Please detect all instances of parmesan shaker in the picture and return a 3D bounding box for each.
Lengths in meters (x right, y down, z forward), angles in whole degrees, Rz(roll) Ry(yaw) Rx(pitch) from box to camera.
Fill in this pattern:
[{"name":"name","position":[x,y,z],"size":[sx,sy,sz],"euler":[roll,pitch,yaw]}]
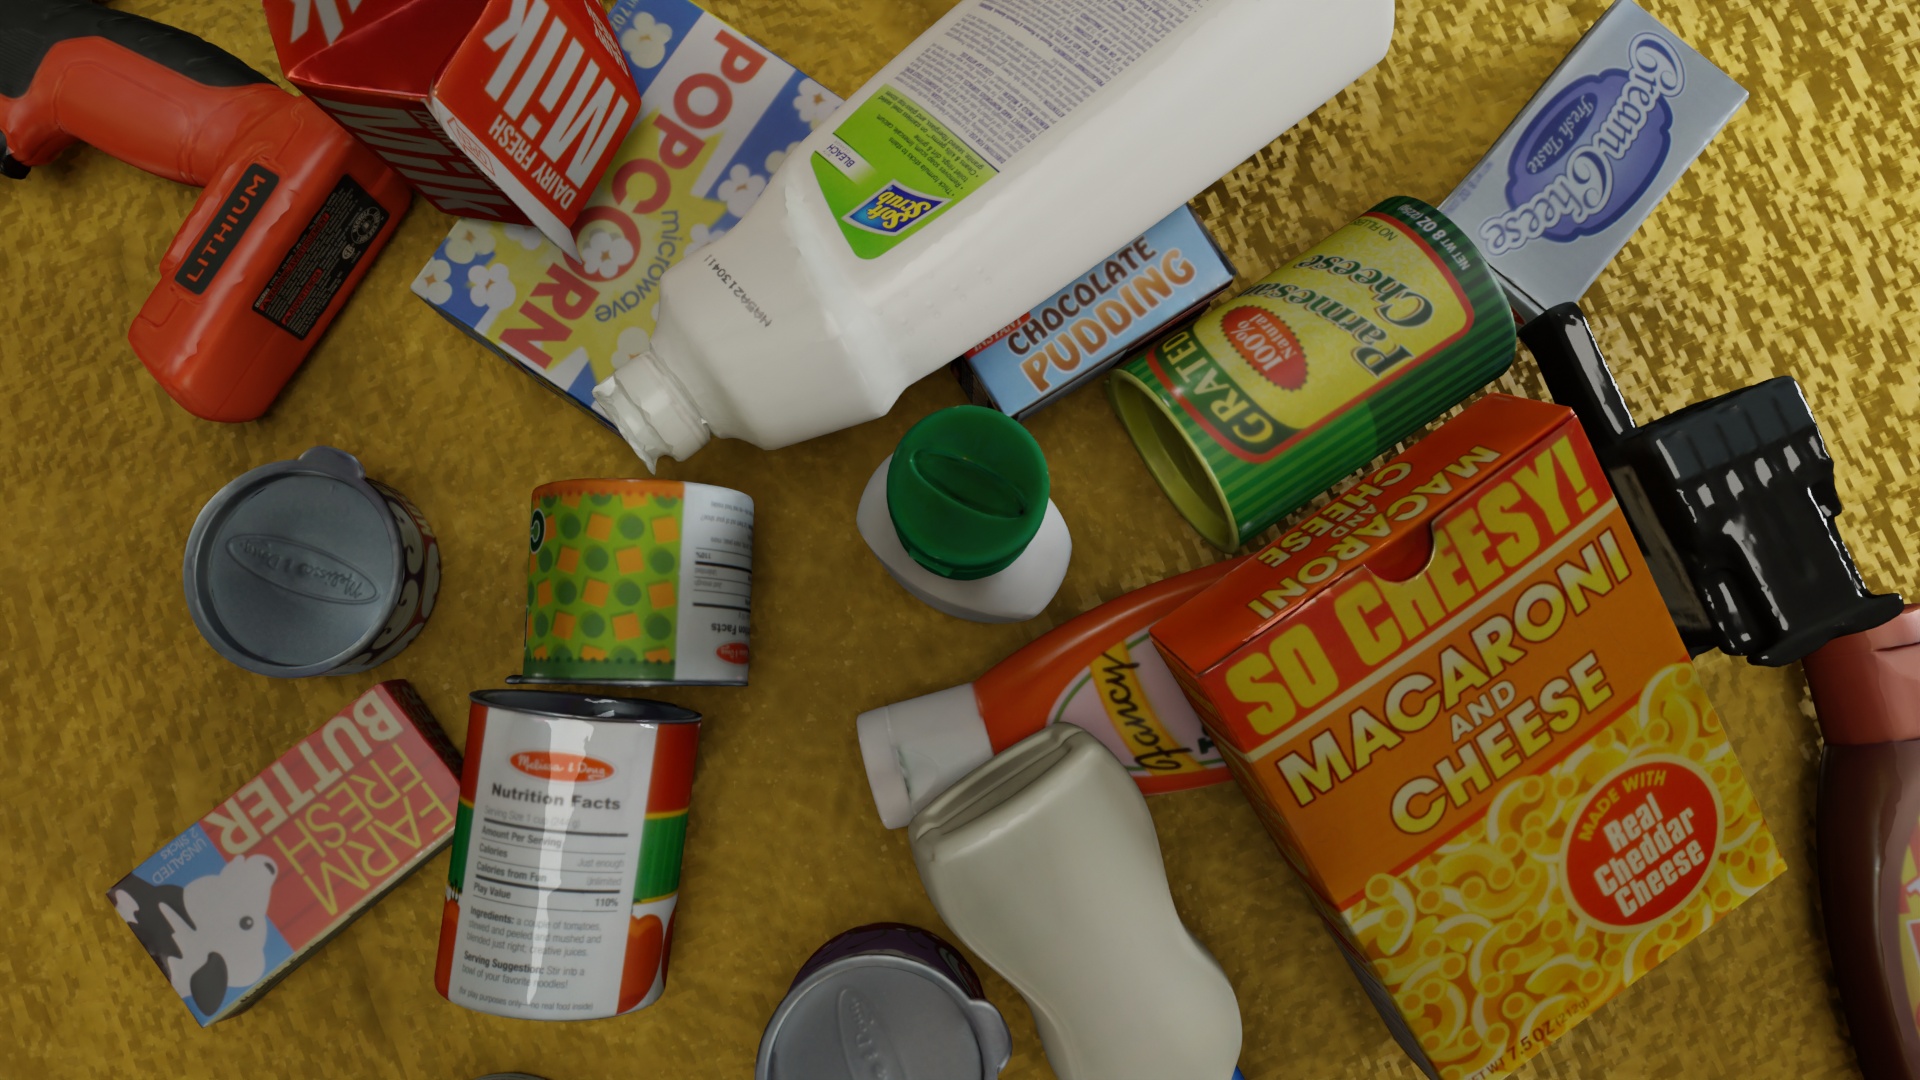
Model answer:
[{"name":"parmesan shaker","position":[0.105,-0.053,0.425],"size":[0.103,0.071,0.071],"euler":[-33,85,-4]}]

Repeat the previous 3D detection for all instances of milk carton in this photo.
[{"name":"milk carton","position":[-0.154,-0.169,0.403],"size":[0.073,0.072,0.191],"euler":[-27,69,5]}]

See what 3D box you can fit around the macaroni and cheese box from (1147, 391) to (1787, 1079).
[{"name":"macaroni and cheese box","position":[0.148,0.061,0.395],"size":[0.124,0.040,0.166],"euler":[-35,109,-4]}]

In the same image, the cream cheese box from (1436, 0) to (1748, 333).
[{"name":"cream cheese box","position":[0.201,-0.121,0.453],"size":[0.053,0.024,0.104],"euler":[41,85,3]}]

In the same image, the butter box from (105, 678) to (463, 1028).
[{"name":"butter box","position":[-0.200,0.094,0.426],"size":[0.103,0.024,0.053],"euler":[-39,86,-4]}]

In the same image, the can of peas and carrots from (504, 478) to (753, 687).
[{"name":"can of peas and carrots","position":[-0.098,0.014,0.415],"size":[0.071,0.071,0.059],"euler":[1,84,0]}]

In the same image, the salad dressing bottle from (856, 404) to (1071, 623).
[{"name":"salad dressing bottle","position":[0.001,-0.005,0.377],"size":[0.064,0.147,0.044],"euler":[27,85,2]}]

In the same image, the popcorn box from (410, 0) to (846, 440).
[{"name":"popcorn box","position":[-0.099,-0.103,0.441],"size":[0.085,0.038,0.127],"euler":[34,85,3]}]

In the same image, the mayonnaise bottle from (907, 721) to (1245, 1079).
[{"name":"mayonnaise bottle","position":[0.045,0.127,0.396],"size":[0.065,0.041,0.147],"euler":[-32,105,-10]}]

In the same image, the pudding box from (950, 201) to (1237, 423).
[{"name":"pudding box","position":[0.040,-0.067,0.433],"size":[0.084,0.049,0.030],"euler":[-31,89,-3]}]

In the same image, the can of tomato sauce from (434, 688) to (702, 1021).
[{"name":"can of tomato sauce","position":[-0.114,0.089,0.407],"size":[0.071,0.071,0.083],"euler":[6,87,0]}]

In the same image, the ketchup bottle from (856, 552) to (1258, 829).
[{"name":"ketchup bottle","position":[0.044,0.050,0.424],"size":[0.149,0.043,0.064],"euler":[-16,93,-1]}]

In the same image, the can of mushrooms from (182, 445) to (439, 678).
[{"name":"can of mushrooms","position":[-0.199,0.007,0.431],"size":[0.071,0.033,0.071],"euler":[0,84,0]}]

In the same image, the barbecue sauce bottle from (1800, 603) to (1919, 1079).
[{"name":"barbecue sauce bottle","position":[0.292,0.095,0.421],"size":[0.065,0.043,0.148],"euler":[-12,84,-1]}]

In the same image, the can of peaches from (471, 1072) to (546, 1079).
[{"name":"can of peaches","position":[-0.139,0.196,0.399],"size":[0.071,0.058,0.071],"euler":[0,84,-1]}]

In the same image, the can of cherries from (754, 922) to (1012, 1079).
[{"name":"can of cherries","position":[-0.020,0.149,0.405],"size":[0.071,0.058,0.071],"euler":[0,83,0]}]
